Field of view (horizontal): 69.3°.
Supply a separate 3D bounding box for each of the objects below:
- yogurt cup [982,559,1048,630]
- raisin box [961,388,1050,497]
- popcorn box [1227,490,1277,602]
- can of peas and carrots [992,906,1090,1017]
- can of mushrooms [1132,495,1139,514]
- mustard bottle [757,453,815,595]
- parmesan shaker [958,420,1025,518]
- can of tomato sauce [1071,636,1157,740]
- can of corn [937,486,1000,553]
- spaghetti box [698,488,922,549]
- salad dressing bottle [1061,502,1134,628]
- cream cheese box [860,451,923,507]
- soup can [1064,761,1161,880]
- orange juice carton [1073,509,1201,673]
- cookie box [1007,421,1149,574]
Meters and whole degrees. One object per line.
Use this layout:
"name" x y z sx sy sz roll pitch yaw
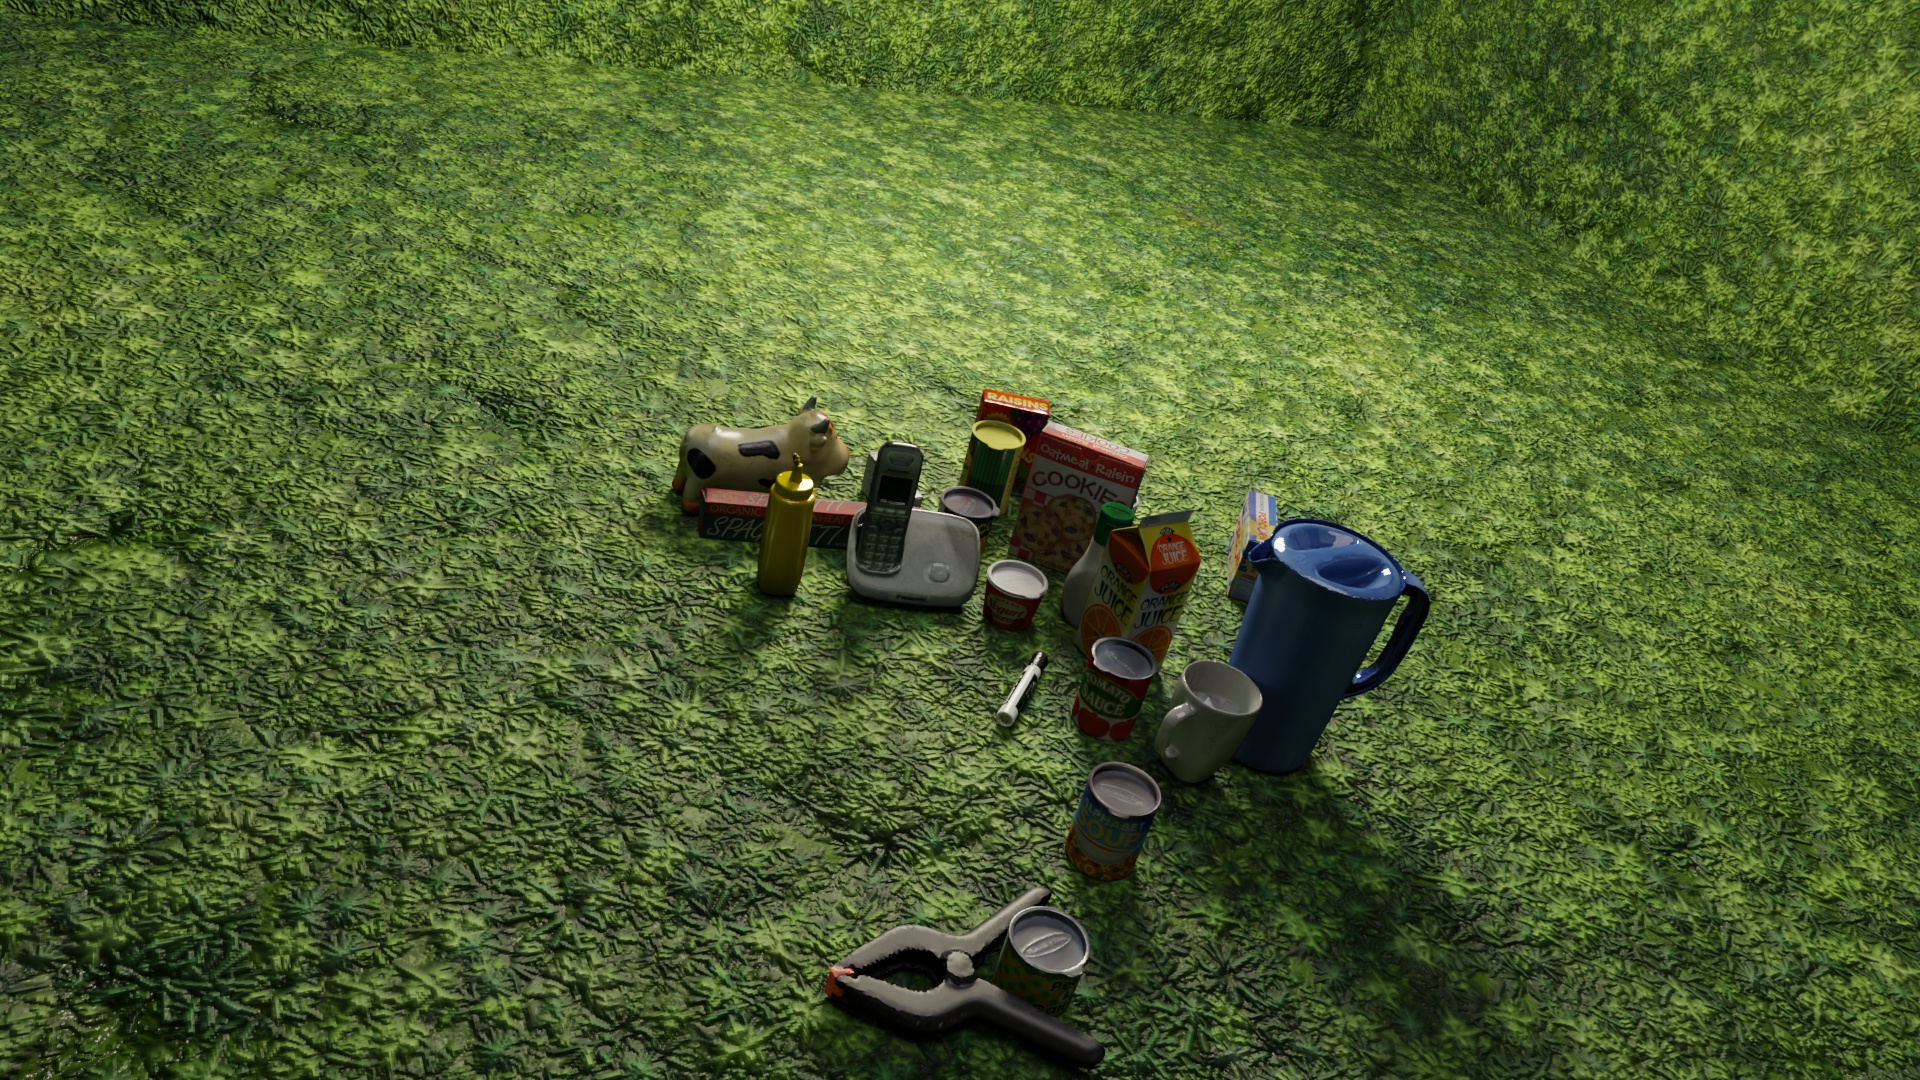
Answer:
"yogurt cup" 0.057 0.061 1.515 0.072 0.053 0.073 11 32 -7
"raisin box" 0.056 -0.121 1.733 0.086 0.122 0.040 12 32 -5
"popcorn box" 0.356 0.007 1.693 0.038 0.084 0.127 16 32 2
"can of peas and carrots" 0.065 0.334 1.091 0.071 0.058 0.071 11 32 -7
"can of mushrooms" 0.188 -0.046 1.755 0.071 0.033 0.071 11 32 -7
"mustard bottle" -0.179 -0.020 1.445 0.049 0.159 0.065 6 33 -14
"parmesan shaker" 0.035 -0.084 1.685 0.071 0.102 0.072 11 32 -7
"can of tomato sauce" 0.152 0.150 1.390 0.071 0.082 0.071 11 32 -7
"can of corn" 0.006 -0.020 1.617 0.071 0.058 0.071 11 32 -7
"spaghetti box" -0.166 -0.021 1.555 0.250 0.050 0.029 5 33 -16
"salad dressing bottle" 0.153 0.029 1.517 0.064 0.146 0.044 22 32 11
"cream cheese box" -0.082 -0.056 1.641 0.024 0.053 0.104 -7 38 -31
"soup can" 0.133 0.250 1.226 0.071 0.083 0.072 11 32 -7
"orange juice carton" 0.190 0.050 1.457 0.072 0.191 0.073 -8 38 -32
"cookie box" 0.134 -0.040 1.598 0.123 0.166 0.040 20 32 8
